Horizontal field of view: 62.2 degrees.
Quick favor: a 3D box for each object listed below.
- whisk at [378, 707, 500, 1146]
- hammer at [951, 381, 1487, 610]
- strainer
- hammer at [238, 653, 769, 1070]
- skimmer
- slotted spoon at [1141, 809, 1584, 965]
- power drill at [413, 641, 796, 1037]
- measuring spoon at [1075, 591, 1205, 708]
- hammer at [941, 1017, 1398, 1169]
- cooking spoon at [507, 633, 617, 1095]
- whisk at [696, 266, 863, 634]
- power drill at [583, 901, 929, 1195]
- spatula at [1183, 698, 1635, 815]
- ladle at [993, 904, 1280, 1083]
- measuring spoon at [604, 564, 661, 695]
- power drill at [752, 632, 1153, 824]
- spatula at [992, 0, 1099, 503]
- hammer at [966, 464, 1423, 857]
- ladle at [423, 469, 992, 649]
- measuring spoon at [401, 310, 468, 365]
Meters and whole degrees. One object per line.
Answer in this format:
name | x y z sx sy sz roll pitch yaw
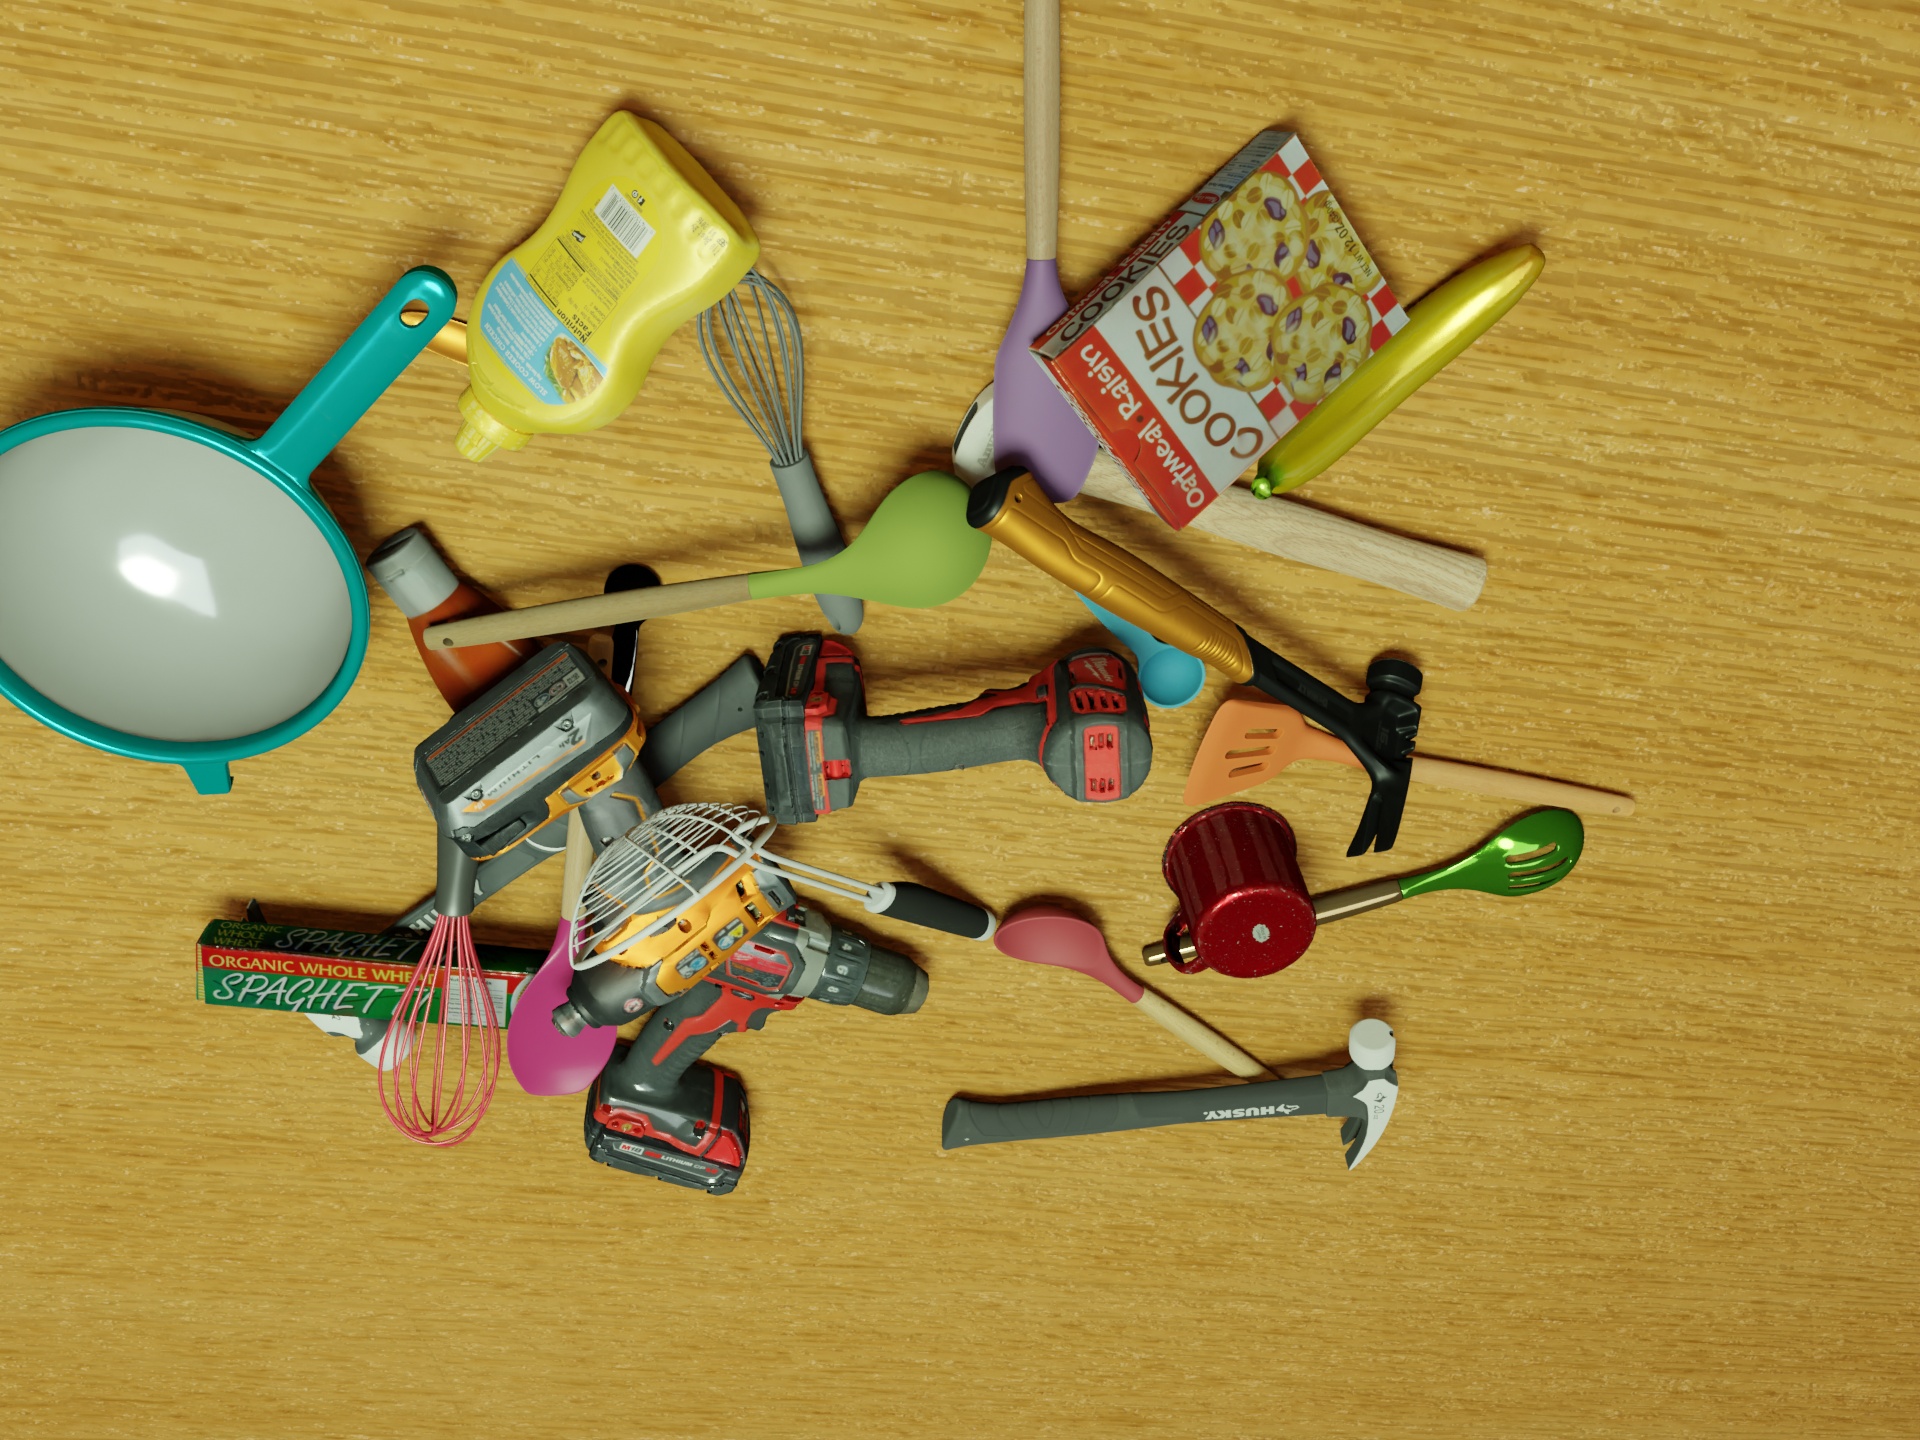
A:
whisk | -0.307 0.131 0.961 0.073 0.073 0.295 7 109 -10
hammer | 0.157 -0.123 0.920 0.331 0.031 0.130 14 122 -14
strainer | -0.374 -0.125 0.834 0.340 0.095 0.210 -40 121 17
hammer | -0.282 0.080 1.013 0.409 0.036 0.149 -34 119 16
skimmer | -0.077 0.119 0.931 0.127 0.090 0.363 -32 149 23
slotted spoon | 0.278 0.125 1.099 0.314 0.031 0.070 -16 126 7
power drill | -0.212 0.083 0.920 0.164 0.084 0.226 -39 131 -9
measuring spoon | 0.101 -0.060 0.969 0.042 0.021 0.128 -38 110 13
hammer | 0.150 0.290 1.175 0.335 0.035 0.146 -6 132 5
cooking spoon | -0.235 0.097 0.976 0.068 0.017 0.318 2 113 -22
whisk | -0.091 -0.143 0.876 0.055 0.055 0.238 -14 128 4
power drill | -0.144 0.218 1.094 0.187 0.080 0.226 21 116 -17
spatula | 0.299 0.037 1.033 0.322 0.041 0.081 10 121 -13
ladle | 0.145 0.208 1.140 0.315 0.031 0.069 36 132 -27
measuring spoon | -0.202 -0.031 0.937 0.034 0.018 0.124 14 107 -2
power drill | -0.001 -0.003 0.927 0.219 0.143 0.078 -2 116 4
spatula | 0.043 -0.261 0.805 0.060 0.018 0.315 -2 116 0
hammer | 0.139 -0.041 0.903 0.336 0.127 0.034 28 154 -27
ladle | -0.140 -0.078 0.878 0.320 0.062 0.078 -9 132 6
measuring spoon | -0.242 -0.194 0.851 0.117 0.011 0.021 18 106 -13
